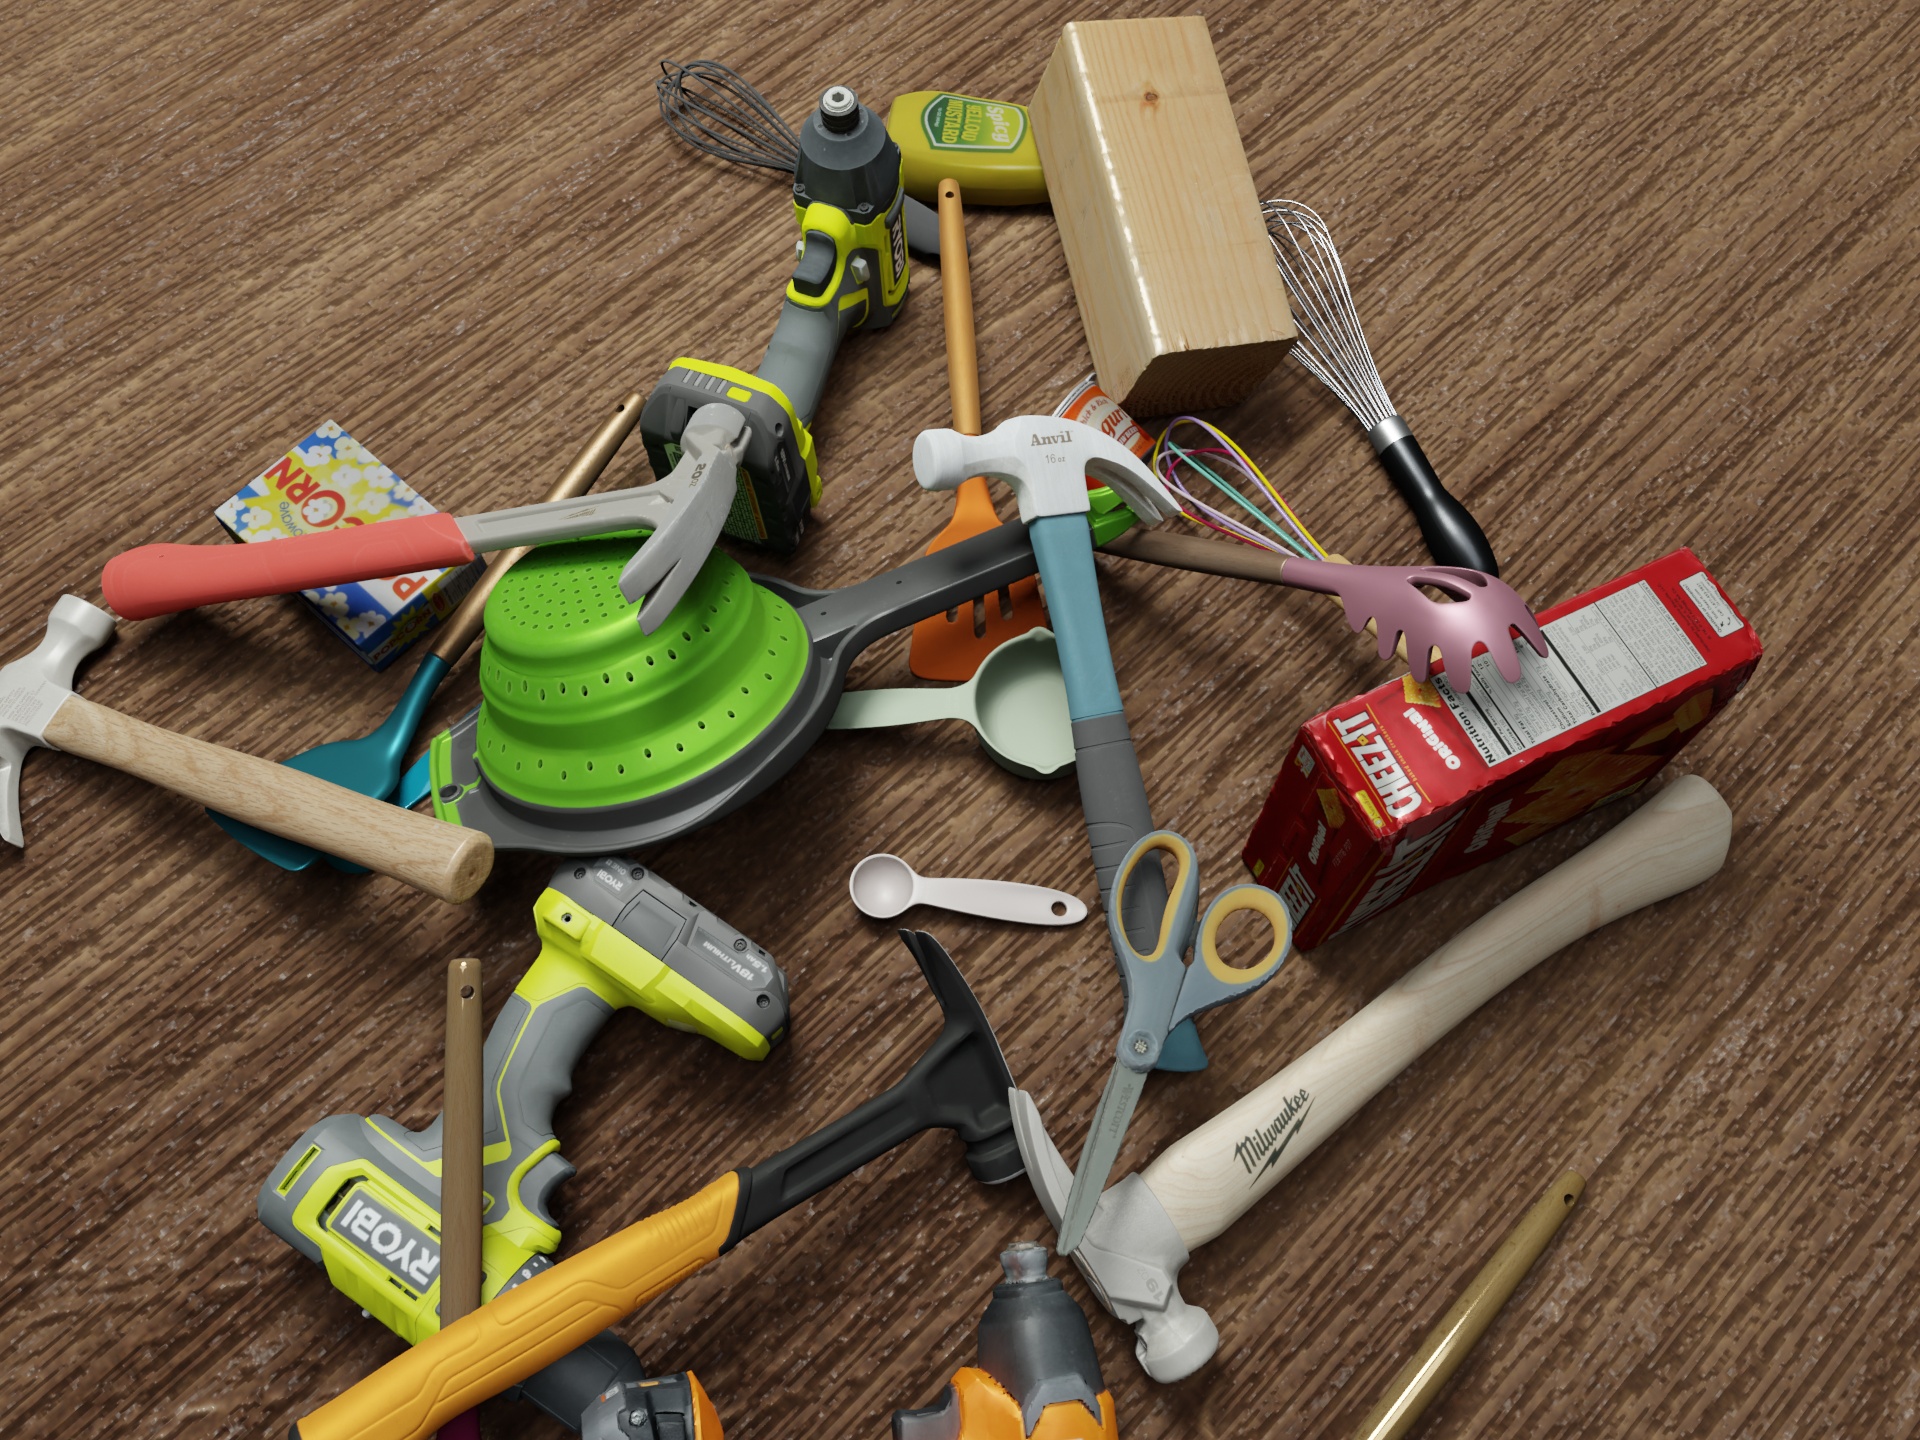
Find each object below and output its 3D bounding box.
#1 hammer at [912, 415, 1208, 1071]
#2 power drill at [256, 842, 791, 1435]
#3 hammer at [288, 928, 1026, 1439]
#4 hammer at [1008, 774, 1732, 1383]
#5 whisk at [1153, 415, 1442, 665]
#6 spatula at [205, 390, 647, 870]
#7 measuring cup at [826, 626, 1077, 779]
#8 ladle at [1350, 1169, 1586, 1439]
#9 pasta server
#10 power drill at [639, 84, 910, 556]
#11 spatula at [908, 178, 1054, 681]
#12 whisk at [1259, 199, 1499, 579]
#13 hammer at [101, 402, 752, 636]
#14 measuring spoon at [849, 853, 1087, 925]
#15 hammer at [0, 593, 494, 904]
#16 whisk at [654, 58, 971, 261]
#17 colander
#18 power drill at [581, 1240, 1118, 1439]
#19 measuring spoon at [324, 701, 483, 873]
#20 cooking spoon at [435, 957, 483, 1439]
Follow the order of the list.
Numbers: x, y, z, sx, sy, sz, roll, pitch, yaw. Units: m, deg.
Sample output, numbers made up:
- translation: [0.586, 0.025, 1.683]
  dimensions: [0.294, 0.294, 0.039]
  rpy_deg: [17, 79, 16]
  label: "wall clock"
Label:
- translation: [0.069, 0.012, 0.785]
  dimensions: [0.128, 0.033, 0.331]
  rpy_deg: [-10, 87, -22]
  label: "hammer"
- translation: [-0.179, 0.192, 0.740]
  dimensions: [0.190, 0.080, 0.228]
  rpy_deg: [33, 72, 7]
  label: "power drill"
- translation: [-0.123, 0.218, 0.687]
  dimensions: [0.337, 0.034, 0.127]
  rpy_deg: [-26, 98, -25]
  label: "hammer"
- translation: [0.217, 0.136, 0.776]
  dimensions: [0.410, 0.038, 0.146]
  rpy_deg: [-32, 90, -17]
  label: "hammer"
- translation: [0.182, -0.089, 0.859]
  dimensions: [0.047, 0.051, 0.245]
  rpy_deg: [-45, 53, 5]
  label: "whisk"
- translation: [-0.266, -0.058, 0.847]
  dimensions: [0.082, 0.044, 0.317]
  rpy_deg: [25, 74, 29]
  label: "spatula"
- translation: [-0.001, -0.003, 0.852]
  dimensions: [0.167, 0.038, 0.083]
  rpy_deg: [-3, 70, 2]
  label: "measuring cup"
- translation: [0.189, 0.320, 0.715]
  dimensions: [0.315, 0.031, 0.069]
  rpy_deg: [-42, 95, -20]
  label: "ladle"
- translation: [0.147, -0.071, 0.792]
  dimensions: [0.060, 0.040, 0.316]
  rpy_deg: [-33, 29, -25]
  label: "pasta server"
- translation: [-0.091, -0.220, 0.877]
  dimensions: [0.080, 0.171, 0.223]
  rpy_deg: [18, 70, 8]
  label: "power drill"
- translation: [0.002, -0.178, 0.923]
  dimensions: [0.081, 0.041, 0.323]
  rpy_deg: [-3, 67, -1]
  label: "spatula"
- translation: [0.236, -0.193, 0.934]
  dimensions: [0.070, 0.070, 0.285]
  rpy_deg: [-23, 73, -11]
  label: "whisk"
- translation: [-0.281, -0.080, 0.784]
  dimensions: [0.359, 0.036, 0.149]
  rpy_deg: [-6, 40, 20]
  label: "hammer"
- translation: [0.004, 0.093, 0.823]
  dimensions: [0.124, 0.018, 0.034]
  rpy_deg: [8, 66, -5]
  label: "measuring spoon"
- translation: [-0.370, 0.030, 0.789]
  dimensions: [0.331, 0.031, 0.130]
  rpy_deg: [16, 67, 23]
  label: "hammer"
- translation: [-0.094, -0.351, 1.001]
  dimensions: [0.239, 0.055, 0.055]
  rpy_deg: [32, 69, 9]
  label: "whisk"
- translation: [-0.092, -0.068, 0.797]
  dimensions: [0.397, 0.094, 0.205]
  rpy_deg: [-23, 39, -8]
  label: "colander"
- translation: [-0.042, 0.313, 0.666]
  dimensions: [0.226, 0.084, 0.164]
  rpy_deg: [-2, 73, -14]
  label: "power drill"
- translation: [-0.286, 0.027, 0.840]
  dimensions: [0.042, 0.021, 0.128]
  rpy_deg: [38, 71, 15]
  label: "measuring spoon"
- translation: [-0.211, 0.261, 0.672]
  dimensions: [0.068, 0.017, 0.319]
  rpy_deg: [1, 86, -20]
  label: "cooking spoon"
